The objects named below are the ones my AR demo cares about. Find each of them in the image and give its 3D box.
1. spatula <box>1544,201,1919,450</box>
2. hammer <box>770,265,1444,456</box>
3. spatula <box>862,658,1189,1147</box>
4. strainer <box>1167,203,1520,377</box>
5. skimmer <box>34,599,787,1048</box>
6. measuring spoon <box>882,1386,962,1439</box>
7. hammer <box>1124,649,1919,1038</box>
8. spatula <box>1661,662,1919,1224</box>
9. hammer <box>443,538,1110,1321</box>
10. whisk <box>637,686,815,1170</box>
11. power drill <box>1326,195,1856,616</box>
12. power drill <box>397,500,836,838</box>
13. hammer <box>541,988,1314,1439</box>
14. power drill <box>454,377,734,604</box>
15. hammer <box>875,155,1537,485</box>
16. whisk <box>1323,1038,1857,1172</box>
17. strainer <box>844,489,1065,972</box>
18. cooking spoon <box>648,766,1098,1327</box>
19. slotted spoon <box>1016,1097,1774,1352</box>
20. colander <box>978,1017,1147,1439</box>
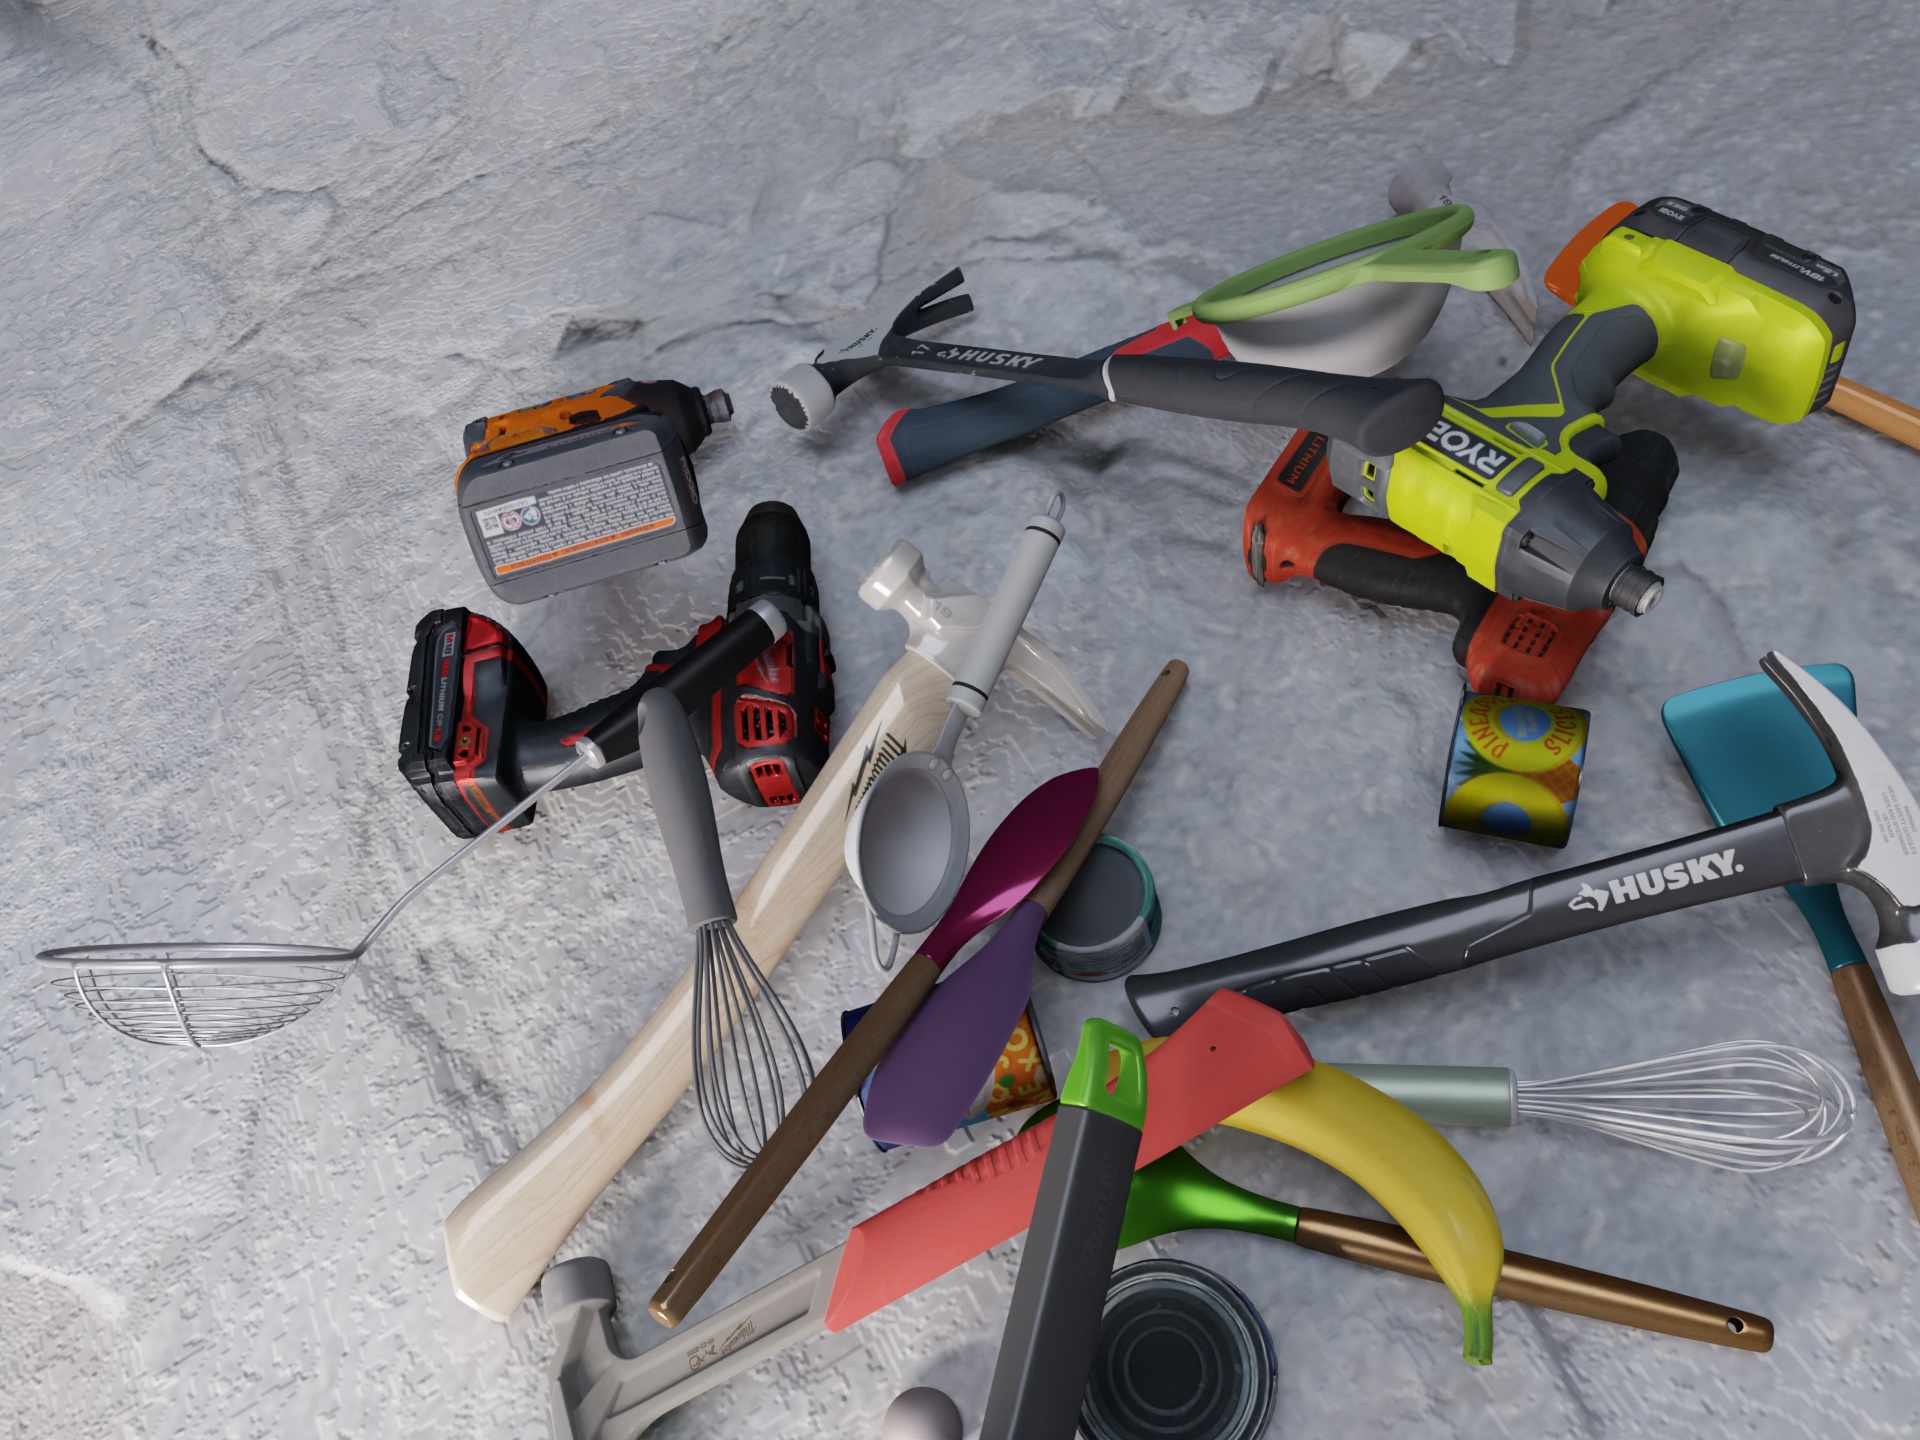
[{"bbox_3d":[0.462,-0.177,0.833,0.081,0.041,0.323,-43,59,-15],"label":"spatula"},{"bbox_3d":[0.072,-0.188,0.857,0.409,0.036,0.149,19,53,44],"label":"hammer"},{"bbox_3d":[0.043,0.070,0.738,0.060,0.018,0.316,-2,37,37],"label":"spatula"},{"bbox_3d":[0.214,-0.204,0.800,0.151,0.069,0.256,-23,19,-4],"label":"strainer"},{"bbox_3d":[-0.241,0.029,0.753,0.363,0.090,0.127,-40,13,-23],"label":"skimmer"},{"bbox_3d":[-0.026,0.333,0.641,0.034,0.018,0.124,3,60,16],"label":"measuring spoon"},{"bbox_3d":[0.232,0.081,0.688,0.335,0.035,0.146,-18,79,16],"label":"hammer"},{"bbox_3d":[0.377,0.124,0.659,0.082,0.044,0.318,-13,57,13],"label":"spatula"},{"bbox_3d":[-0.094,0.111,0.772,0.146,0.038,0.411,38,77,-6],"label":"hammer"},{"bbox_3d":[-0.113,0.090,0.721,0.055,0.055,0.239,-19,69,2],"label":"whisk"},{"bbox_3d":[0.316,-0.148,0.772,0.223,0.080,0.171,-38,55,-16],"label":"power drill"},{"bbox_3d":[-0.181,-0.031,0.882,0.226,0.080,0.188,-8,57,5],"label":"power drill"},{"bbox_3d":[-0.014,0.223,0.658,0.359,0.036,0.149,-31,54,8],"label":"hammer"},{"bbox_3d":[-0.203,-0.147,0.910,0.164,0.084,0.227,-17,23,-7],"label":"power drill"},{"bbox_3d":[0.138,-0.212,0.939,0.386,0.038,0.143,-22,57,0],"label":"hammer"},{"bbox_3d":[0.241,0.160,0.673,0.246,0.059,0.058,-2,21,17],"label":"whisk"},{"bbox_3d":[-0.001,-0.002,0.766,0.050,0.086,0.258,11,68,39],"label":"strainer"},{"bbox_3d":[-0.028,0.123,0.685,0.069,0.017,0.319,-18,26,51],"label":"cooking spoon"},{"bbox_3d":[0.167,0.215,0.665,0.314,0.031,0.070,9,65,18],"label":"slotted spoon"},{"bbox_3d":[-0.013,0.301,0.573,0.094,0.204,0.397,-8,60,47],"label":"colander"}]
